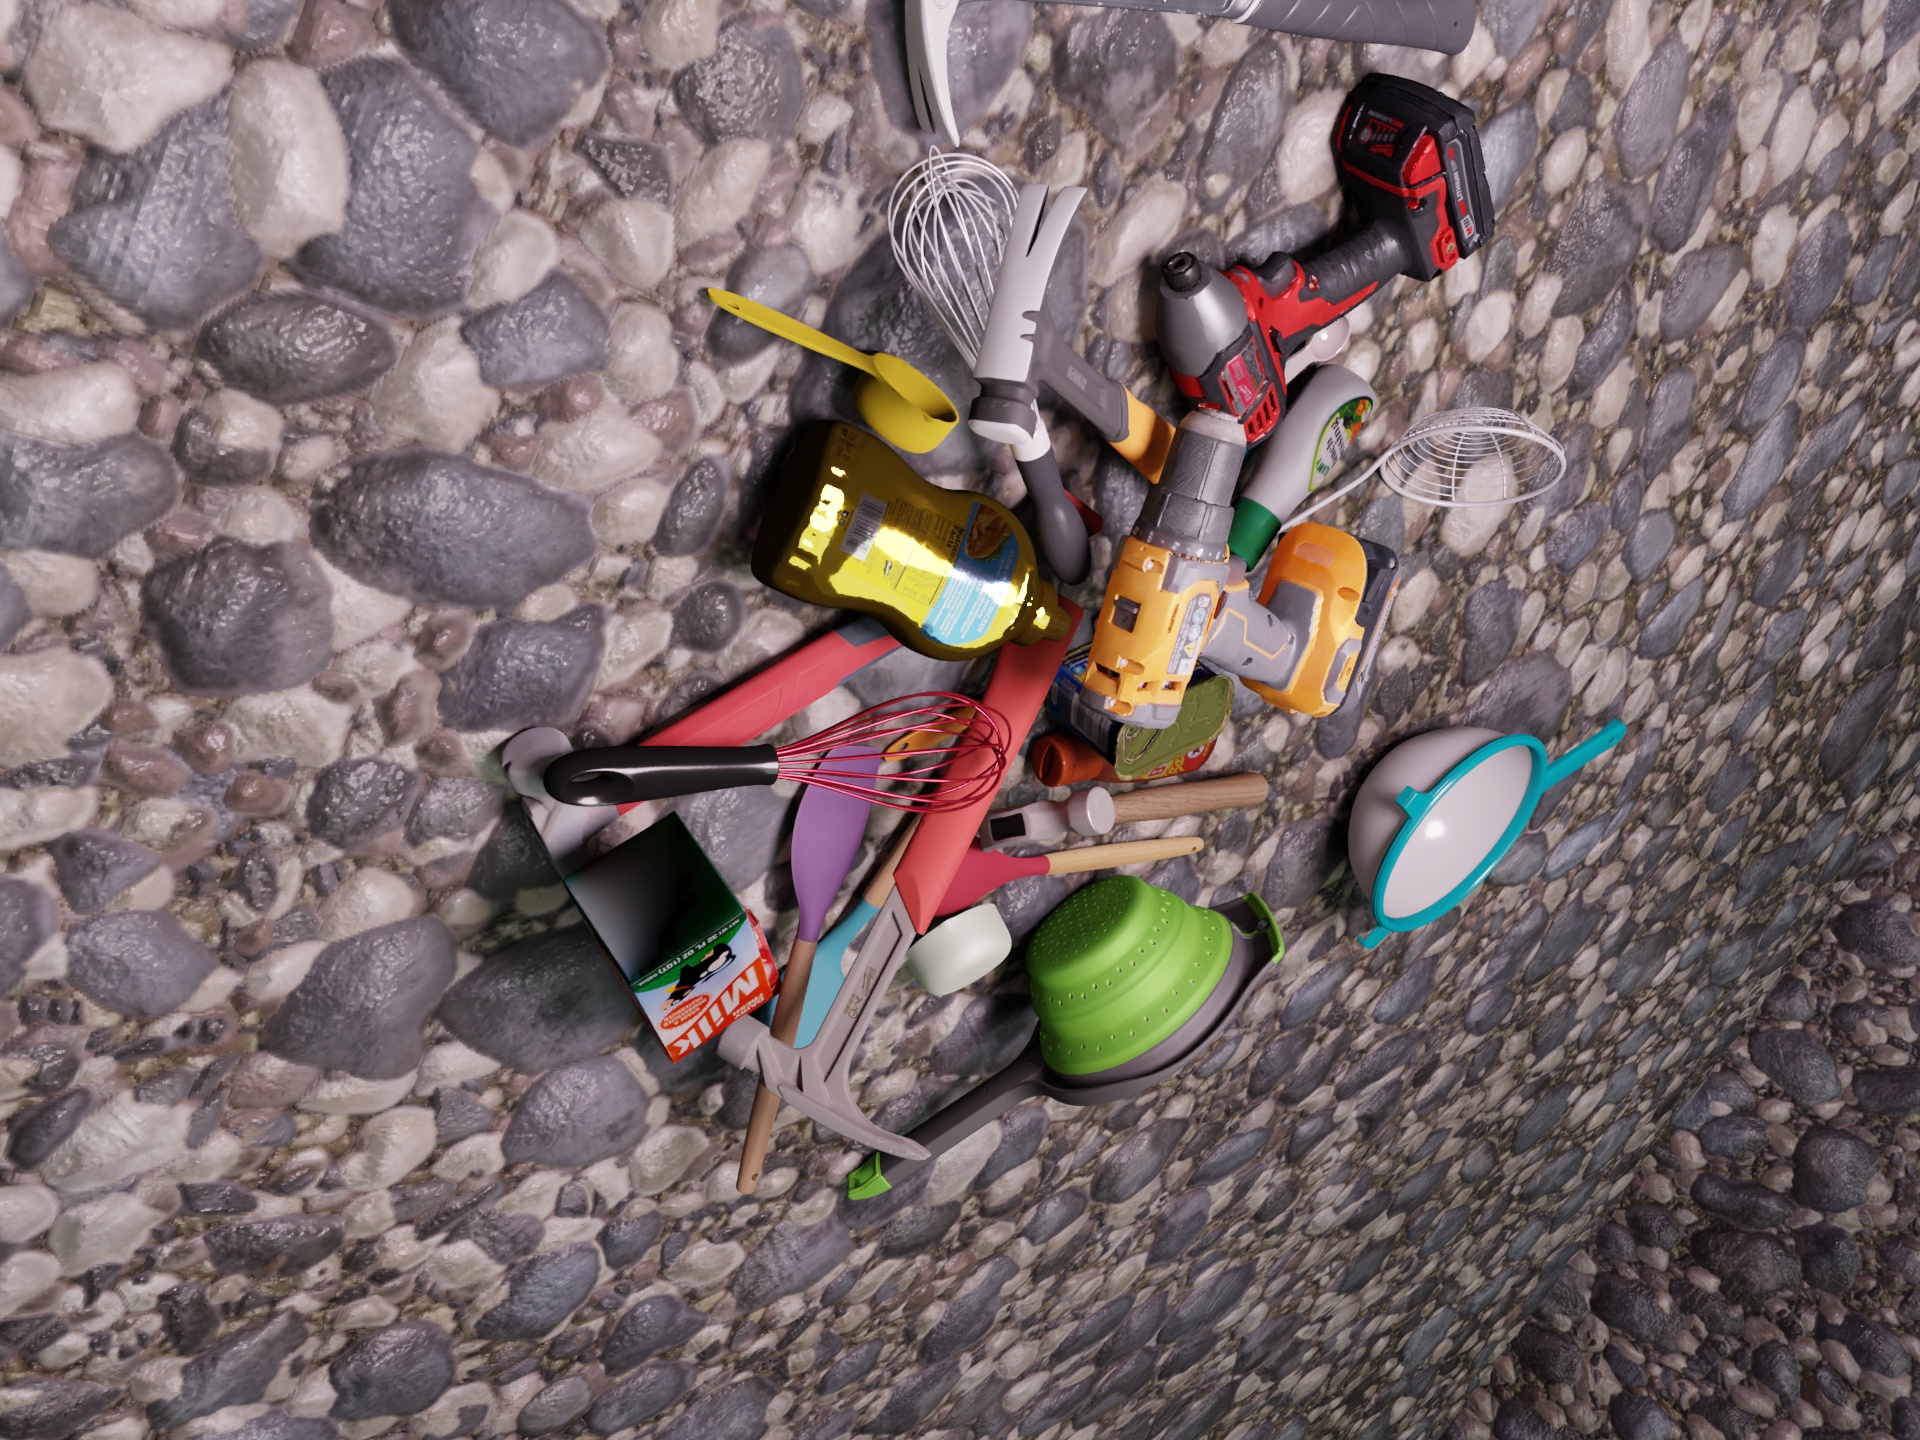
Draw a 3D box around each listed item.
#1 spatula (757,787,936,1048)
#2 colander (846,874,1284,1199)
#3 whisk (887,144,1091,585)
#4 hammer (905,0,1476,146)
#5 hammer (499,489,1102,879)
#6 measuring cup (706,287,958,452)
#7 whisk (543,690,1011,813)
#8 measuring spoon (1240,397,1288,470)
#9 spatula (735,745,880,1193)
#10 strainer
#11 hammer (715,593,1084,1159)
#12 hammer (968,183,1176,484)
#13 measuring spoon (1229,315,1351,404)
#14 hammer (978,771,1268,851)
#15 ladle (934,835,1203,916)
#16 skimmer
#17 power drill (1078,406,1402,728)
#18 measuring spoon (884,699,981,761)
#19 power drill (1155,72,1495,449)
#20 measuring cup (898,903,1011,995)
[{"bbox_3d":[-0.040,0.108,1.067,0.082,0.044,0.317,27,104,-36],"label":"spatula"},{"bbox_3d":[0.052,0.231,1.213,0.397,0.205,0.094,-35,106,9],"label":"colander"},{"bbox_3d":[0.028,-0.179,0.867,0.070,0.070,0.284,-36,133,-13],"label":"whisk"},{"bbox_3d":[0.140,-0.381,0.847,0.409,0.036,0.149,-13,130,-35],"label":"hammer"},{"bbox_3d":[-0.074,-0.024,0.941,0.386,0.038,0.143,-32,139,-18],"label":"hammer"},{"bbox_3d":[-0.069,-0.180,0.820,0.156,0.062,0.029,18,123,-36],"label":"measuring cup"},{"bbox_3d":[-0.091,0.024,0.895,0.295,0.073,0.073,-3,123,-34],"label":"whisk"},{"bbox_3d":[0.186,-0.163,1.072,0.042,0.021,0.128,27,101,-49],"label":"measuring spoon"},{"bbox_3d":[-0.108,0.166,1.036,0.059,0.018,0.316,3,106,-44],"label":"spatula"},{"bbox_3d":[0.465,0.054,1.442,0.340,0.095,0.210,-26,138,-27],"label":"strainer"},{"bbox_3d":[-0.008,0.087,0.999,0.359,0.149,0.036,-62,170,-5],"label":"hammer"},{"bbox_3d":[0.095,-0.178,0.908,0.336,0.034,0.127,19,84,-64],"label":"hammer"},{"bbox_3d":[0.204,-0.229,1.047,0.124,0.018,0.034,-37,141,-2],"label":"measuring spoon"},{"bbox_3d":[0.130,0.062,1.155,0.331,0.130,0.031,-3,83,-52],"label":"hammer"},{"bbox_3d":[0.079,0.106,1.193,0.315,0.031,0.069,-3,121,-42],"label":"ladle"},{"bbox_3d":[0.262,-0.123,1.120,0.363,0.090,0.127,-30,172,-16],"label":"skimmer"},{"bbox_3d":[0.177,-0.088,0.973,0.226,0.084,0.185,0,111,-44],"label":"power drill"},{"bbox_3d":[-0.002,-0.003,1.046,0.117,0.011,0.021,-27,141,-18],"label":"measuring spoon"},{"bbox_3d":[0.212,-0.279,0.965,0.219,0.079,0.143,-42,140,-2],"label":"power drill"},{"bbox_3d":[-0.037,0.190,1.131,0.167,0.038,0.083,-32,163,-8],"label":"measuring cup"}]
